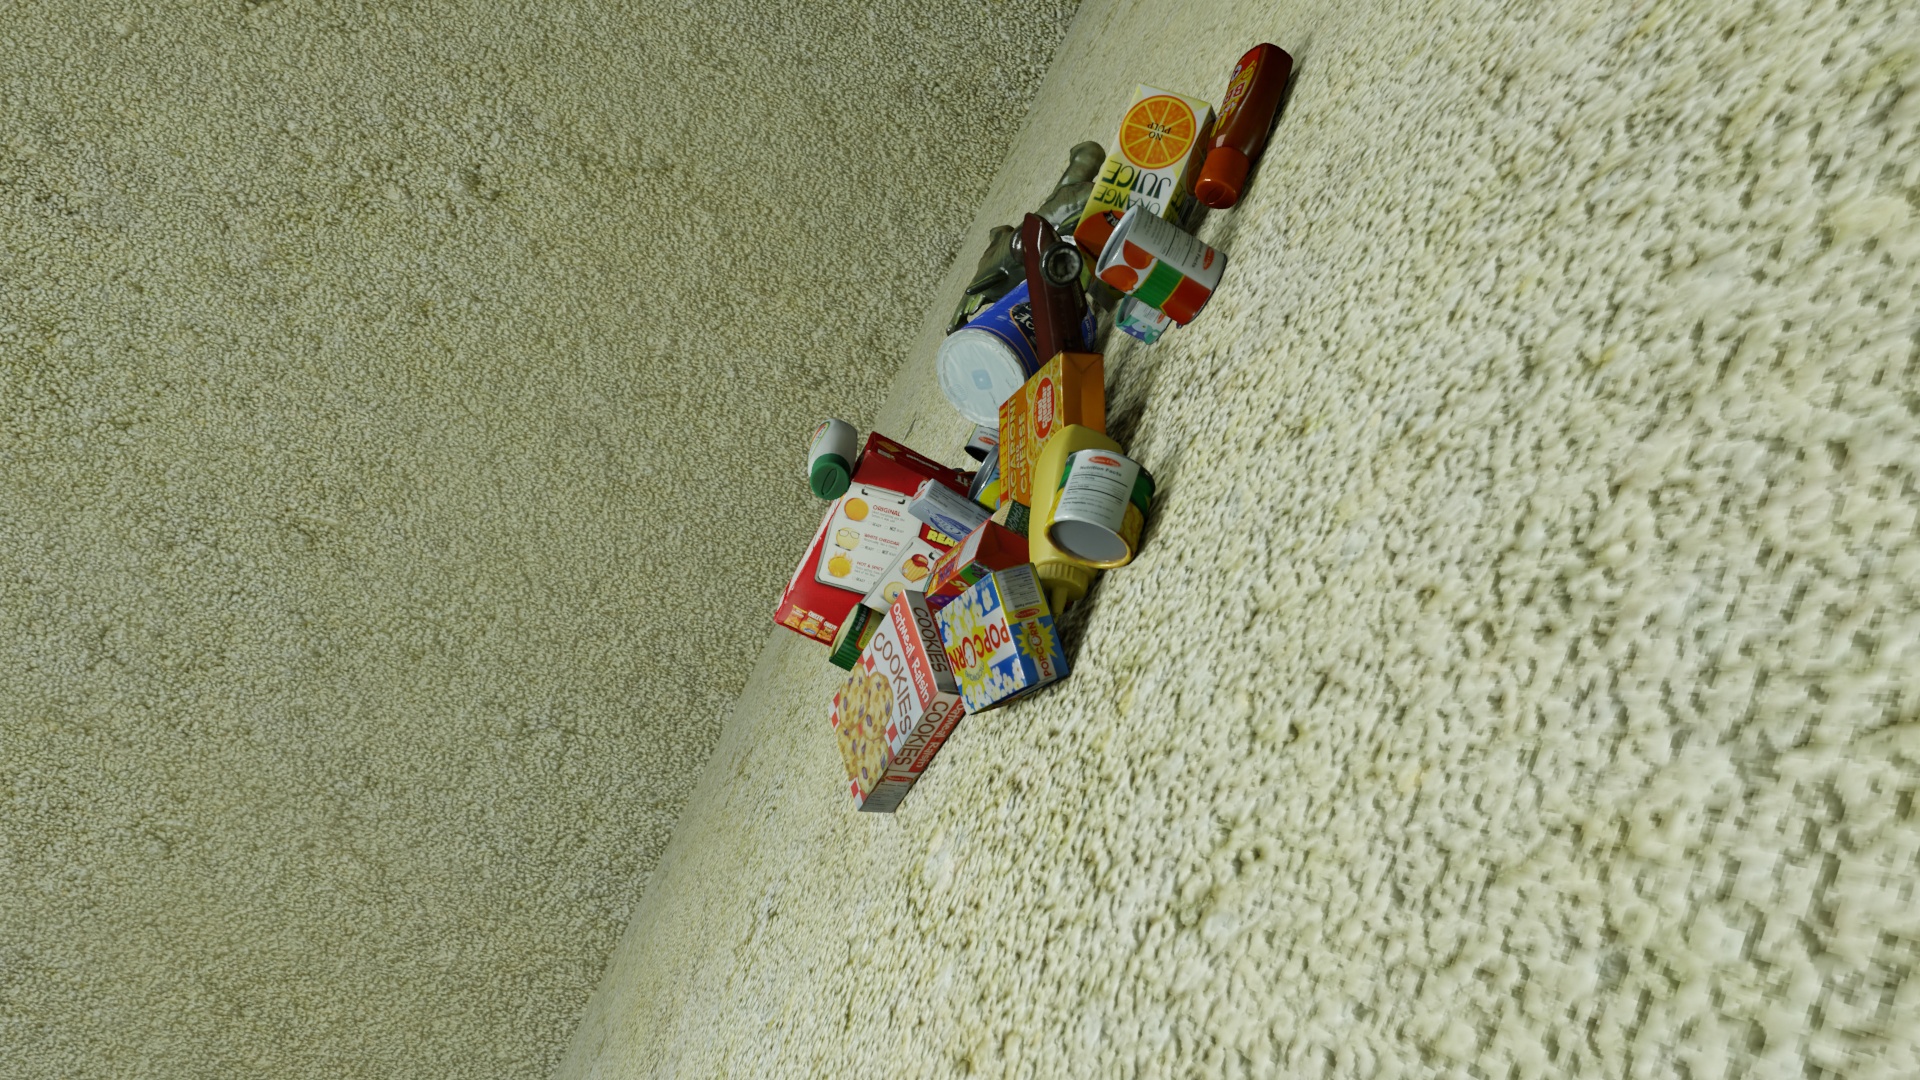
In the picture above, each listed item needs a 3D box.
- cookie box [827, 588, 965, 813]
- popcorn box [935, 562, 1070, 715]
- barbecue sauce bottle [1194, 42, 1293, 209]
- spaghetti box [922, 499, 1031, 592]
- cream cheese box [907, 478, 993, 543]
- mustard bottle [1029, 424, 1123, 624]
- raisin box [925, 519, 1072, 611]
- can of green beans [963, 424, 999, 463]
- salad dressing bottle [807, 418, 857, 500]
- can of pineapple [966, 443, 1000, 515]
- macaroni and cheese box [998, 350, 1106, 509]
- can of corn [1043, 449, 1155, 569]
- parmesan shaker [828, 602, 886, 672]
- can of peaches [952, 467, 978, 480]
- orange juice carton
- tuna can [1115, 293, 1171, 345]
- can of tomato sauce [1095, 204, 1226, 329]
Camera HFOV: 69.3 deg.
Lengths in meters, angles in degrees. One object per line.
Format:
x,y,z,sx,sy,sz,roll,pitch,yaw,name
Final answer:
-0.056,0.144,1.245,0.166,0.040,0.123,-57,37,32,cookie box
0.029,0.075,1.022,0.126,0.038,0.085,-41,65,64,popcorn box
0.236,-0.346,1.170,0.149,0.043,0.064,-68,12,-23,barbecue sauce bottle
0.011,0.020,1.227,0.050,0.029,0.249,-68,10,-18,spaghetti box
0.005,-0.016,1.307,0.024,0.104,0.053,-62,10,-21,cream cheese box
0.082,-0.007,1.029,0.048,0.065,0.161,-37,37,56,mustard bottle
0.032,0.033,1.096,0.040,0.086,0.123,-69,12,-23,raisin box
0.045,-0.107,1.441,0.058,0.071,0.071,-64,10,-9,can of green beans
-0.123,-0.076,1.329,0.064,0.044,0.148,-62,12,14,salad dressing bottle
0.045,-0.049,1.319,0.070,0.058,0.071,-60,10,18,can of pineapple
0.076,-0.075,1.170,0.166,0.040,0.124,146,126,-71,macaroni and cheese box
0.098,-0.020,0.971,0.071,0.071,0.058,-45,21,60,can of corn
-0.068,0.112,1.341,0.071,0.103,0.071,-59,11,19,parmesan shaker
0.006,-0.042,1.464,0.071,0.071,0.058,-64,11,-5,can of peaches
0.162,-0.301,1.247,0.192,0.073,0.072,-67,-21,0,orange juice carton
0.164,-0.206,1.201,0.071,0.033,0.071,-59,11,20,tuna can
0.159,-0.220,1.117,0.071,0.083,0.071,-59,11,19,can of tomato sauce
